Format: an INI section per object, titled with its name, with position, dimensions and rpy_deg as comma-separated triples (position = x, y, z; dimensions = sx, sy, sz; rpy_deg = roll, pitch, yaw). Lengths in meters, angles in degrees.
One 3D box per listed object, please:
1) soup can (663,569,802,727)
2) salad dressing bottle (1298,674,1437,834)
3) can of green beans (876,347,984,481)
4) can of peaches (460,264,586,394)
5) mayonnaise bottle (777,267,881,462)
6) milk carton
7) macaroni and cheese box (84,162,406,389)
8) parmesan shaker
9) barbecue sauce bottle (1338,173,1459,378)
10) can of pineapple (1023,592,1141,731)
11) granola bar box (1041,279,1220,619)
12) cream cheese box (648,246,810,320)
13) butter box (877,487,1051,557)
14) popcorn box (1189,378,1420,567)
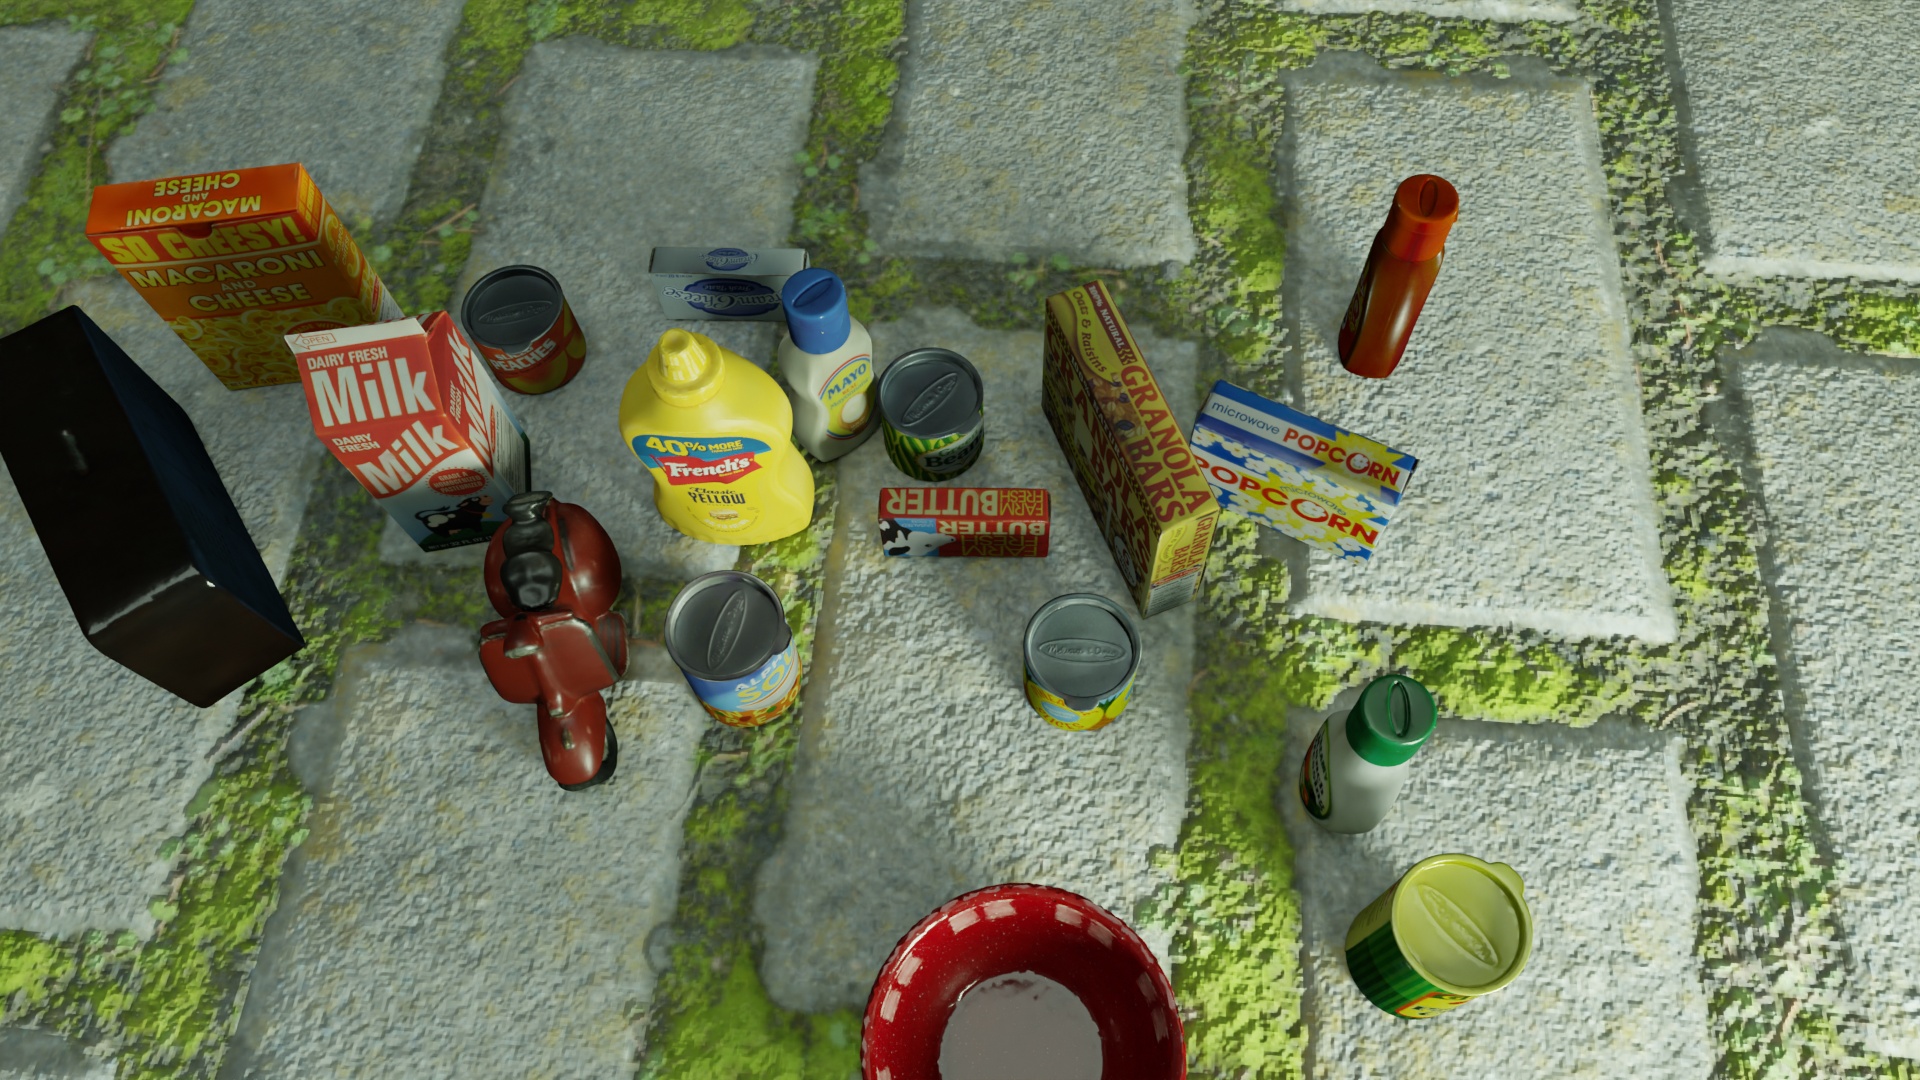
[soup can]
position = -0.126, 0.065, 0.796
dimensions = 0.071, 0.083, 0.071
rpy_deg = -1, 64, 2
[salad dressing bottle]
position = 0.212, 0.111, 0.725
dimensions = 0.044, 0.147, 0.064
rpy_deg = 4, 64, 4
[can of green beans]
position = -0.018, -0.079, 0.878
dimensions = 0.071, 0.057, 0.071
rpy_deg = -1, 64, 2
[can of peaches]
position = -0.287, -0.136, 0.916
dimensions = 0.071, 0.057, 0.071
rpy_deg = -1, 64, 2
[mayonnaise bottle]
position = -0.080, -0.107, 0.844
dimensions = 0.065, 0.147, 0.041
rpy_deg = -40, 69, -16
[milk carton]
position = -0.315, -0.070, 0.810
dimensions = 0.072, 0.189, 0.074
rpy_deg = -9, 64, -2
[macaroni and cheese box]
position = -0.438, -0.160, 0.873
dimensions = 0.124, 0.165, 0.040
rpy_deg = -7, 64, -1
[parmesan shaker]
position = 0.241, 0.202, 0.704
dimensions = 0.071, 0.102, 0.071
rpy_deg = -1, 64, 2
[barbecue sauce bottle]
position = 0.270, -0.164, 0.859
dimensions = 0.044, 0.148, 0.065
rpy_deg = 13, 65, 9
[can of pineapple]
position = 0.068, 0.073, 0.800
dimensions = 0.071, 0.057, 0.071
rpy_deg = -1, 64, 2
[granola bar box]
position = 0.097, -0.053, 0.824
dimensions = 0.039, 0.123, 0.166
rpy_deg = -19, 65, -7
[cream cheese box]
position = -0.151, -0.172, 0.931
dimensions = 0.104, 0.053, 0.024
rpy_deg = 1, 64, 3
[butter box]
position = 0.003, -0.011, 0.846
dimensions = 0.103, 0.053, 0.024
rpy_deg = 0, 64, 2
[popcorn box]
position = 0.200, -0.040, 0.835
dimensions = 0.127, 0.085, 0.038
rpy_deg = 24, 67, 13
